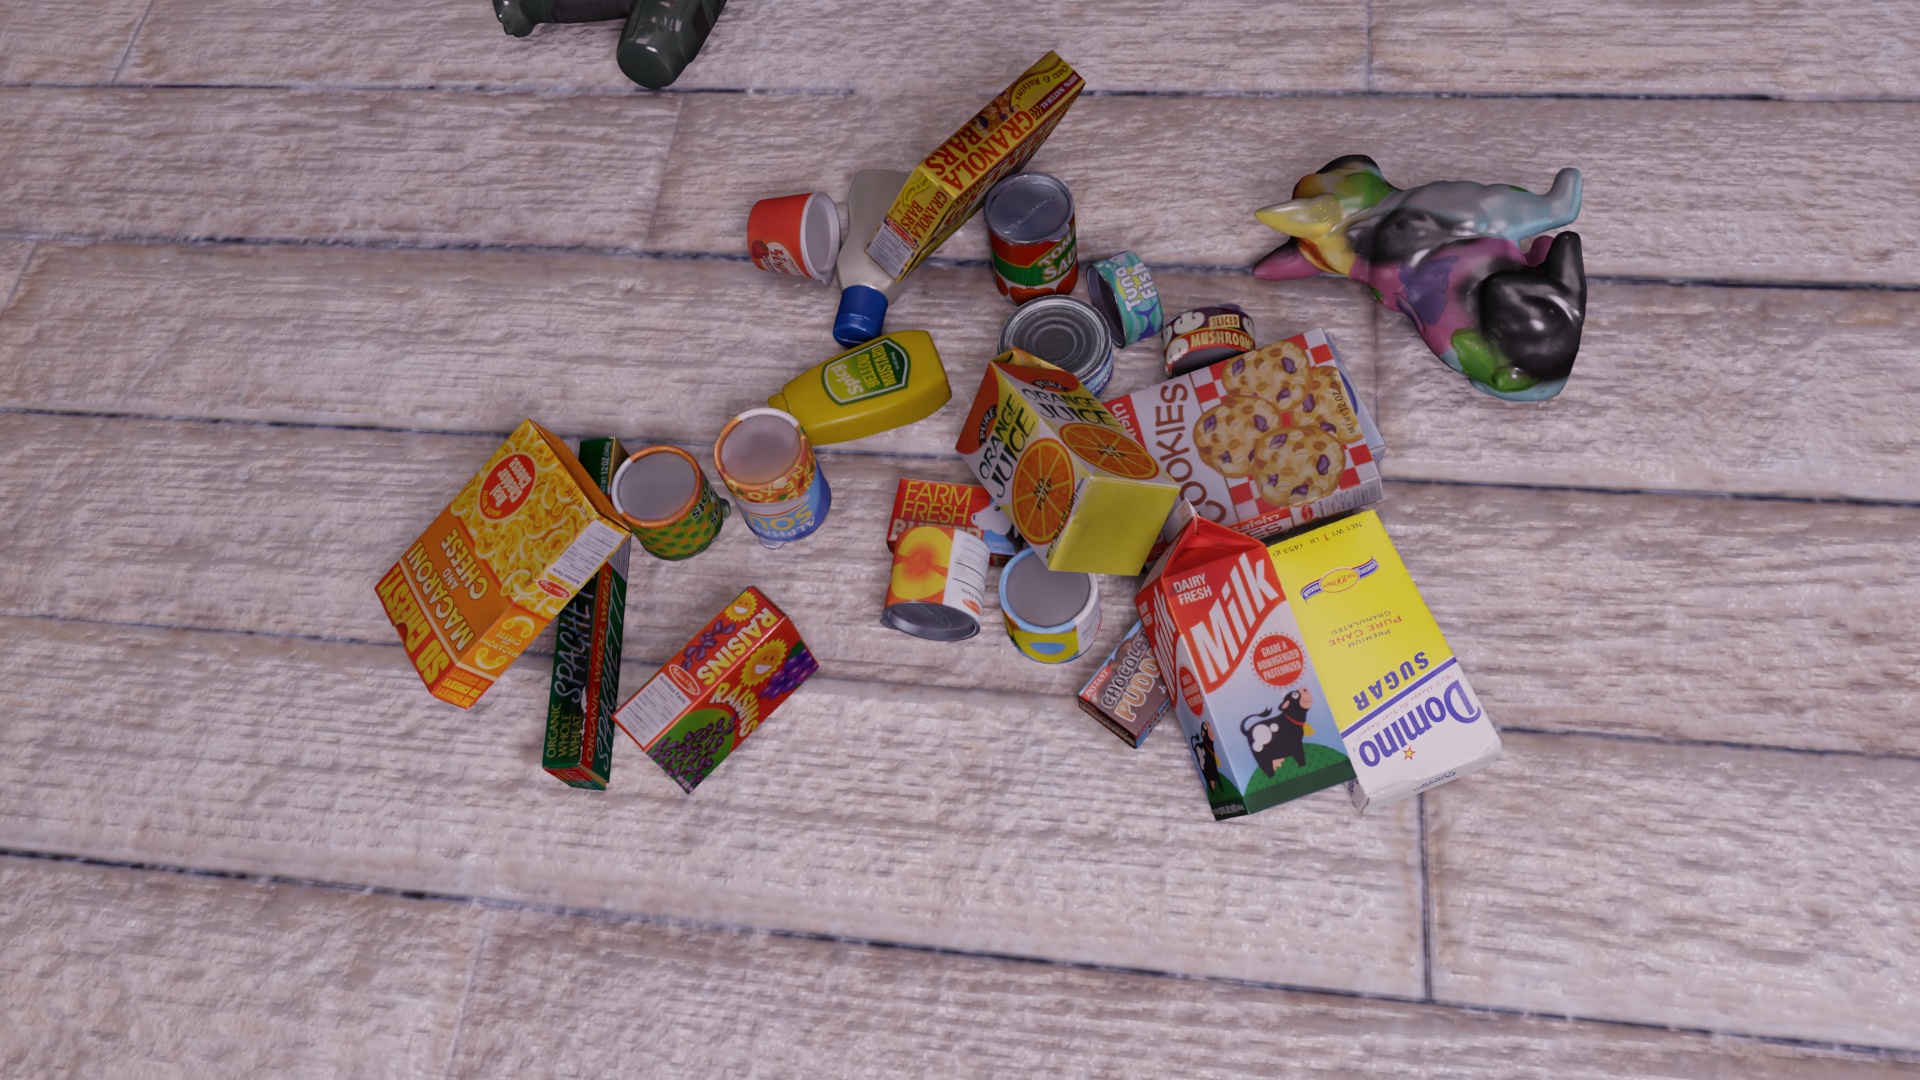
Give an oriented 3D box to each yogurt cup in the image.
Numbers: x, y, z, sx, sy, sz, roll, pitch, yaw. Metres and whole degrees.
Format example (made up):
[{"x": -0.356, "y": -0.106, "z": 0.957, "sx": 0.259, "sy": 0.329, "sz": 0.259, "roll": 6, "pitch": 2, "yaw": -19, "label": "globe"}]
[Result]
[{"x": -0.131, "y": -0.238, "z": 1.085, "sx": 0.054, "sy": 0.072, "sz": 0.072, "roll": 5, "pitch": 65, "yaw": 19, "label": "yogurt cup"}]

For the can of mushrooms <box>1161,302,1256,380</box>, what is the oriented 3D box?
[{"x": 0.178, "y": -0.137, "z": 0.990, "sx": 0.071, "sy": 0.070, "sz": 0.033, "roll": -3, "pitch": 66, "yaw": 6, "label": "can of mushrooms"}]

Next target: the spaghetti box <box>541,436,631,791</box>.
[{"x": -0.255, "y": 0.047, "z": 0.967, "sx": 0.029, "sy": 0.050, "sz": 0.251, "roll": -5, "pitch": 63, "yaw": 7, "label": "spaghetti box"}]

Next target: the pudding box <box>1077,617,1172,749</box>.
[{"x": 0.121, "y": 0.088, "z": 0.909, "sx": 0.050, "sy": 0.030, "sz": 0.084, "roll": 36, "pitch": 73, "yaw": 22, "label": "pudding box"}]

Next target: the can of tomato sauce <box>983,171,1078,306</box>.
[{"x": 0.056, "y": -0.223, "z": 1.041, "sx": 0.071, "sy": 0.082, "sz": 0.071, "roll": -3, "pitch": 64, "yaw": 6, "label": "can of tomato sauce"}]

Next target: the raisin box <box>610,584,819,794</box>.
[{"x": -0.157, "y": 0.098, "z": 0.909, "sx": 0.124, "sy": 0.085, "sz": 0.040, "roll": -44, "pitch": 62, "yaw": -14, "label": "raisin box"}]

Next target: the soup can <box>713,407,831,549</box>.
[{"x": -0.132, "y": -0.043, "z": 0.976, "sx": 0.071, "sy": 0.083, "sz": 0.071, "roll": -3, "pitch": 64, "yaw": 6, "label": "soup can"}]

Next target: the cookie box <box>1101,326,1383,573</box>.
[{"x": 0.186, "y": -0.062, "z": 0.951, "sx": 0.167, "sy": 0.040, "sz": 0.123, "roll": -18, "pitch": 63, "yaw": 11, "label": "cookie box"}]

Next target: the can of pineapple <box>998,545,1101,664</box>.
[{"x": 0.058, "y": 0.042, "z": 0.924, "sx": 0.071, "sy": 0.057, "sz": 0.071, "roll": -3, "pitch": 64, "yaw": 6, "label": "can of pineapple"}]

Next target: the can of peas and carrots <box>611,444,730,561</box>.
[{"x": -0.206, "y": -0.027, "z": 0.992, "sx": 0.071, "sy": 0.058, "sz": 0.071, "roll": -3, "pitch": 64, "yaw": 6, "label": "can of peas and carrots"}]

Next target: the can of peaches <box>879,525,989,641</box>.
[{"x": -0.018, "y": 0.029, "z": 0.936, "sx": 0.071, "sy": 0.071, "sz": 0.058, "roll": 5, "pitch": 65, "yaw": 10, "label": "can of peaches"}]

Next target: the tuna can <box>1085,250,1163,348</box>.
[{"x": 0.121, "y": -0.178, "z": 1.018, "sx": 0.033, "sy": 0.070, "sz": 0.071, "roll": -23, "pitch": 63, "yaw": -5, "label": "tuna can"}]

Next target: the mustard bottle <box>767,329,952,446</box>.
[{"x": -0.089, "y": -0.103, "z": 1.020, "sx": 0.160, "sy": 0.048, "sz": 0.065, "roll": -21, "pitch": 62, "yaw": -3, "label": "mustard bottle"}]

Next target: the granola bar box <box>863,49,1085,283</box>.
[{"x": 0.011, "y": -0.277, "z": 1.033, "sx": 0.039, "sy": 0.123, "sz": 0.166, "roll": 44, "pitch": 62, "yaw": -3, "label": "granola bar box"}]

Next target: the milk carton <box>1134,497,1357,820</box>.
[{"x": 0.165, "y": 0.070, "z": 0.859, "sx": 0.073, "sy": 0.072, "sz": 0.191, "roll": -17, "pitch": 77, "yaw": -10, "label": "milk carton"}]

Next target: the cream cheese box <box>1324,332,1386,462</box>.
[{"x": 0.255, "y": -0.095, "z": 0.985, "sx": 0.053, "sy": 0.024, "sz": 0.104, "roll": -18, "pitch": 63, "yaw": 0, "label": "cream cheese box"}]

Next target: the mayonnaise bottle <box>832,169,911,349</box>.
[{"x": -0.066, "y": -0.218, "z": 1.079, "sx": 0.065, "sy": 0.041, "sz": 0.148, "roll": 9, "pitch": 67, "yaw": 5, "label": "mayonnaise bottle"}]

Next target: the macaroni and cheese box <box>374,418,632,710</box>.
[{"x": -0.320, "y": 0.014, "z": 0.959, "sx": 0.166, "sy": 0.040, "sz": 0.124, "roll": -47, "pitch": 53, "yaw": 2, "label": "macaroni and cheese box"}]

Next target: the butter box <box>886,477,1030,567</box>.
[{"x": 0.003, "y": -0.012, "z": 0.977, "sx": 0.103, "sy": 0.024, "sz": 0.053, "roll": 6, "pitch": 64, "yaw": 10, "label": "butter box"}]

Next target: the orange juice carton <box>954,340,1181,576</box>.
[{"x": 0.059, "y": -0.061, "z": 0.936, "sx": 0.073, "sy": 0.071, "sz": 0.193, "roll": 5, "pitch": 32, "yaw": -32, "label": "orange juice carton"}]
